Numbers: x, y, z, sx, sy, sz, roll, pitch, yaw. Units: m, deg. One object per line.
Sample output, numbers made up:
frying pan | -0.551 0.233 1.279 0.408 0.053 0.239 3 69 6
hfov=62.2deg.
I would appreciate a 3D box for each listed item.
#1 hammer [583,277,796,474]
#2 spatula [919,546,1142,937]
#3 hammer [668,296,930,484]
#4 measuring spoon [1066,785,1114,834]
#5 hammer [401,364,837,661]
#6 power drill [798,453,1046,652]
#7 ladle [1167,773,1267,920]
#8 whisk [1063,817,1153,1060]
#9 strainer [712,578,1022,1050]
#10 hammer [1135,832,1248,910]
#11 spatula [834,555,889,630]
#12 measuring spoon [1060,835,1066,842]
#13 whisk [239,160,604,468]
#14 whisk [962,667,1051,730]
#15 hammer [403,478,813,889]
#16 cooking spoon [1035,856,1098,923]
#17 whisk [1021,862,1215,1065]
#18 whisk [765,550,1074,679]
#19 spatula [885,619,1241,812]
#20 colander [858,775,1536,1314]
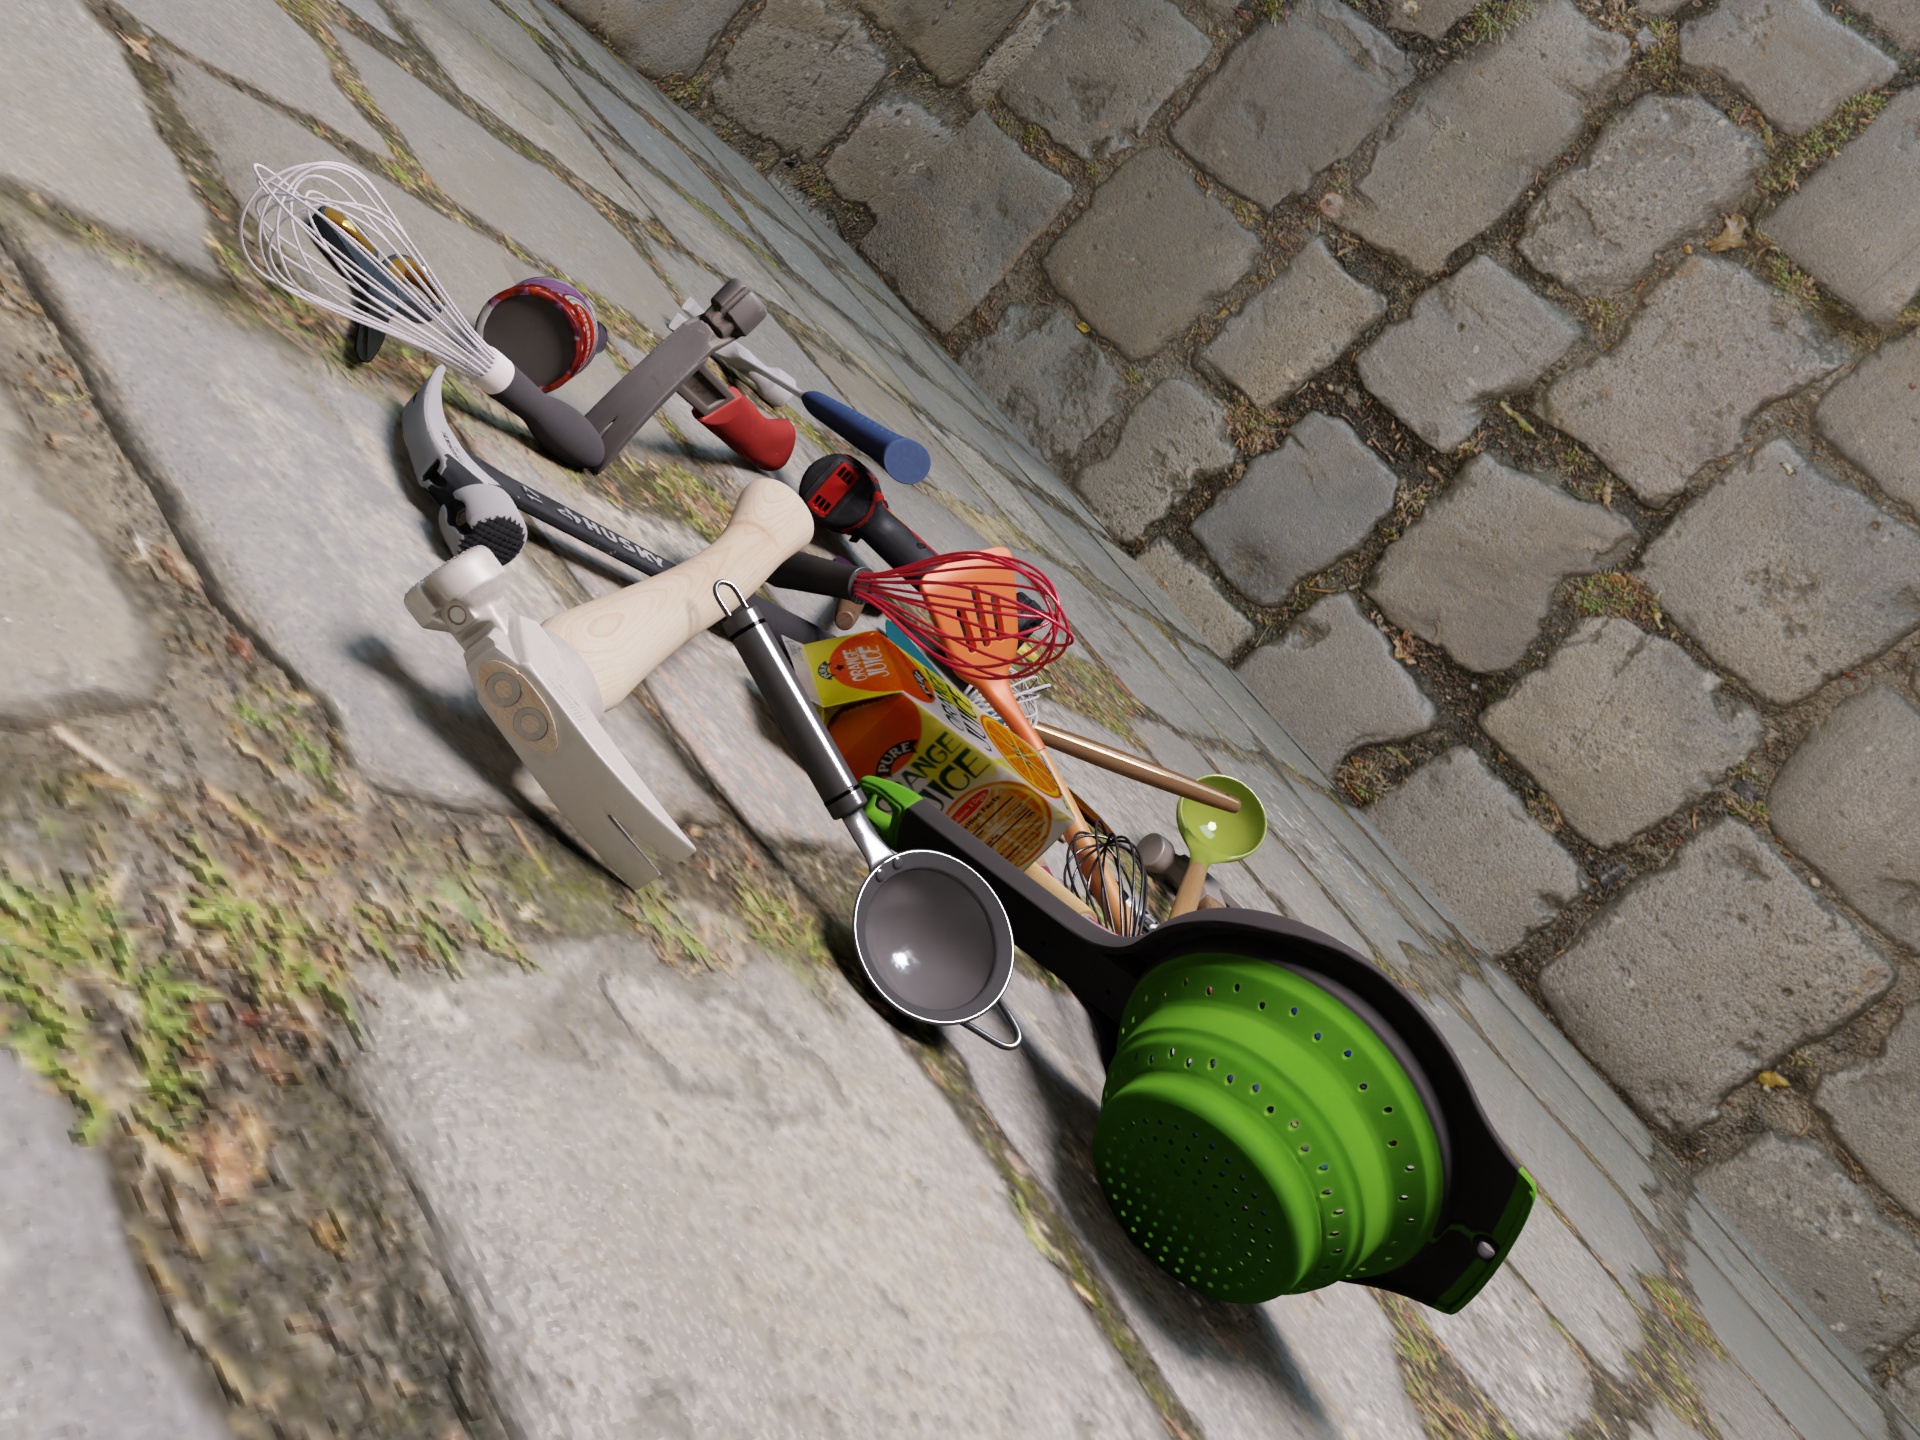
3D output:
hammer | -0.175 -0.215 1.150 0.037 0.149 0.359 46 2 1
spatula | 0.065 0.041 1.051 0.081 0.041 0.323 -23 84 -34
hammer | -0.136 -0.280 1.375 0.144 0.035 0.406 34 4 -36
measuring spoon | 0.086 0.064 1.275 0.116 0.011 0.021 41 15 -32
hammer | -0.152 -0.077 0.922 0.408 0.036 0.149 28 21 -53
power drill | -0.038 -0.136 1.339 0.226 0.080 0.188 41 4 -2
ladle | 0.183 0.113 1.204 0.078 0.062 0.320 35 20 4
whisk | 0.096 0.145 0.941 0.055 0.055 0.239 38 26 -28
strainer | -0.050 0.046 0.752 0.087 0.050 0.258 -30 90 -39
hammer | 0.238 0.219 1.221 0.130 0.031 0.332 35 17 -35
spatula | -0.076 -0.090 1.161 0.059 0.018 0.316 44 6 -8
measuring spoon | 0.036 0.045 1.172 0.124 0.018 0.034 51 11 -7
whisk | -0.272 -0.205 0.852 0.070 0.070 0.284 52 5 26
whisk | -0.002 -0.003 1.078 0.246 0.059 0.058 -18 86 -63
hammer | -0.129 -0.054 0.795 0.146 0.038 0.411 55 17 -9
cooking spoon | 0.042 0.085 1.055 0.068 0.017 0.319 20 27 -39
whisk | 0.078 0.128 0.906 0.051 0.047 0.245 50 -7 -37
whisk | -0.046 -0.078 0.959 0.296 0.073 0.073 17 -10 44
spatula | 0.080 0.006 1.234 0.317 0.044 0.082 21 16 -12
colander | 0.069 0.155 0.770 0.397 0.204 0.094 35 43 26
